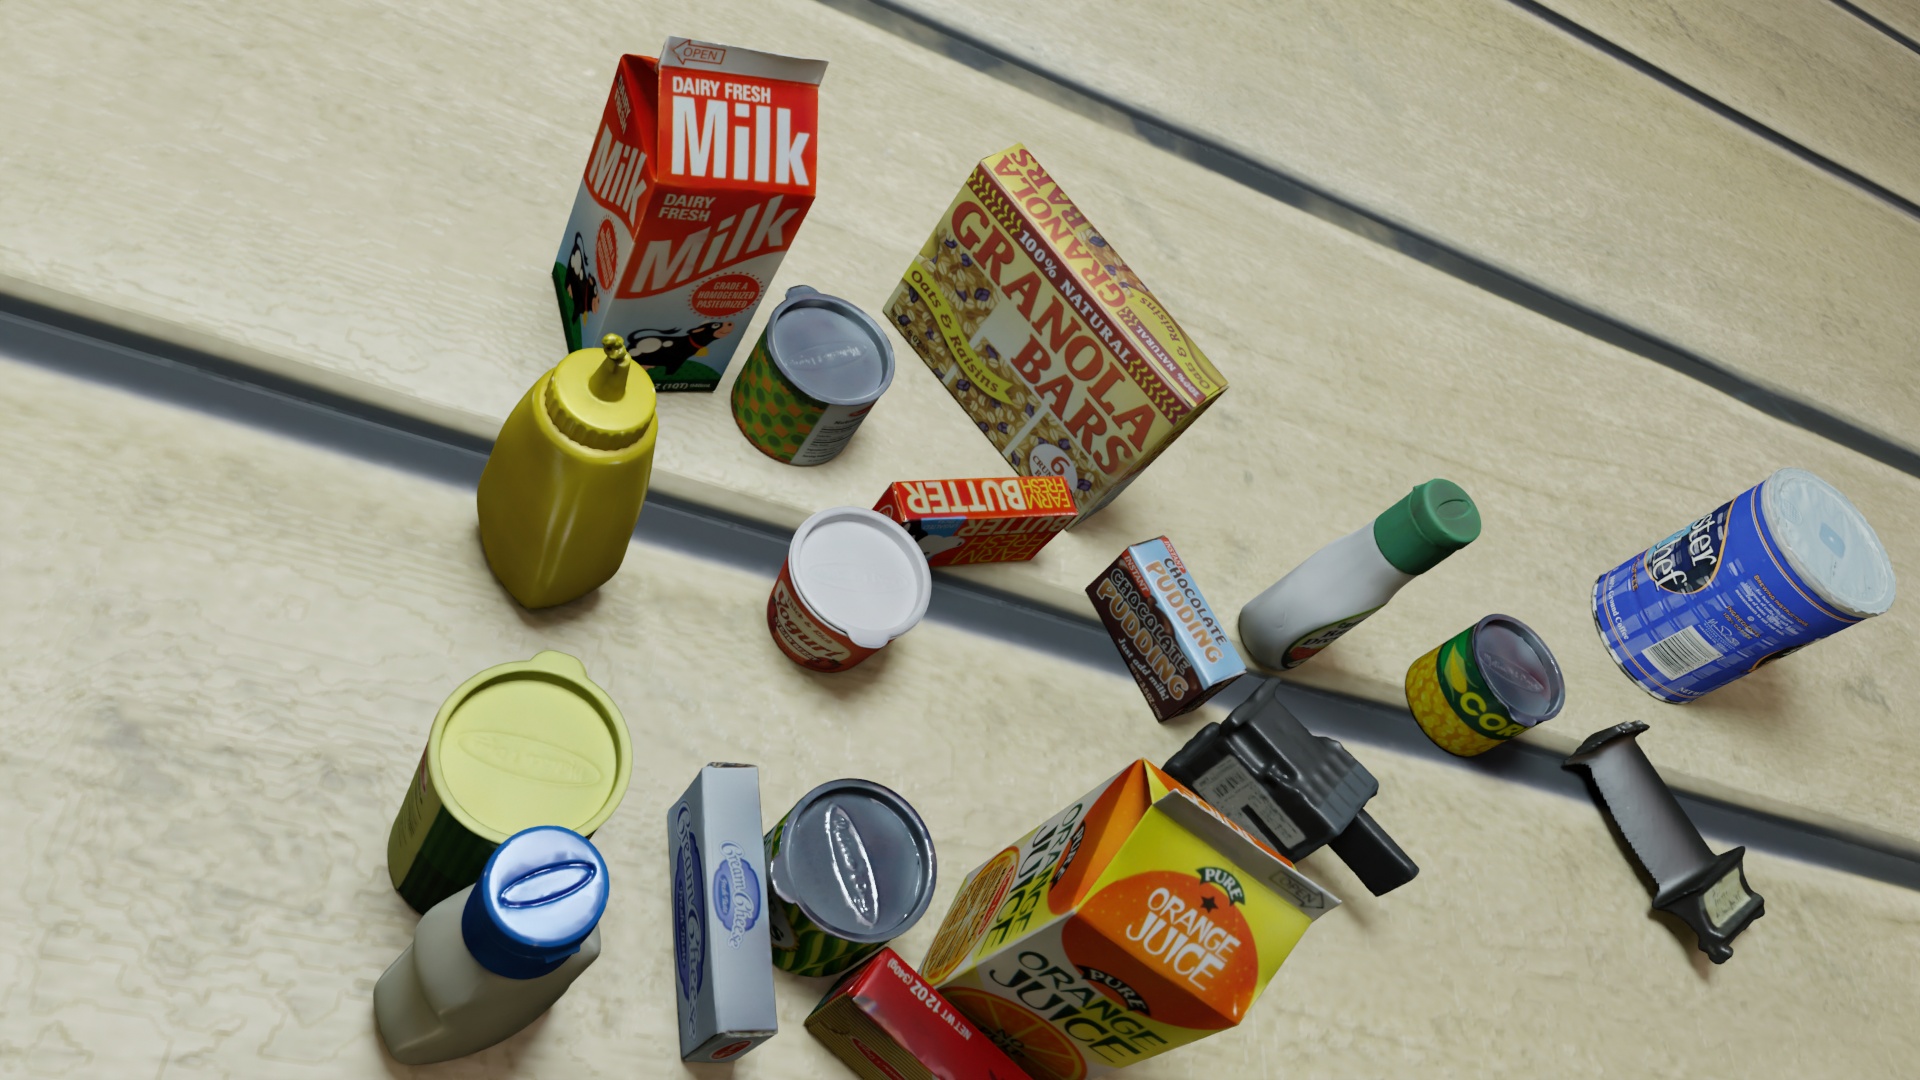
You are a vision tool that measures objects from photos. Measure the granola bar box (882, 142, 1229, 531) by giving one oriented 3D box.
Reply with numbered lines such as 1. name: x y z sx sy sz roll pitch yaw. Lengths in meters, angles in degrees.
1. granola bar box: 0.044 -0.103 0.730 0.039 0.123 0.165 -33 80 -40

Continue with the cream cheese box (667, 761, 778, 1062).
1. cream cheese box: -0.094 0.144 0.538 0.024 0.053 0.104 6 58 -27

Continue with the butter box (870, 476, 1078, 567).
1. butter box: 0.002 -0.009 0.692 0.104 0.053 0.024 -3 63 -31

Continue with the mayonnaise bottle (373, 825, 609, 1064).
1. mayonnaise bottle: -0.149 0.133 0.452 0.065 0.147 0.041 -13 68 -35

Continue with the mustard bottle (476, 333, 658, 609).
1. mustard bottle: -0.151 -0.031 0.548 0.049 0.159 0.065 -22 74 -38

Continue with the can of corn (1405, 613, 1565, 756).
1. can of corn: 0.301 0.086 0.799 0.071 0.058 0.071 15 55 -22

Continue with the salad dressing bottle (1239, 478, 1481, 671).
1. salad dressing bottle: 0.207 0.019 0.729 0.064 0.147 0.044 -13 68 -35

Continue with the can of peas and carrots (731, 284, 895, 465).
1. can of peas and carrots: -0.075 -0.081 0.690 0.071 0.058 0.071 15 55 -22

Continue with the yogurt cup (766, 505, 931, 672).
1. yogurt cup: -0.054 0.025 0.637 0.072 0.053 0.073 15 55 -22

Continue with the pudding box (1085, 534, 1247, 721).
1. pudding box: 0.106 0.045 0.718 0.030 0.049 0.084 -16 70 -36

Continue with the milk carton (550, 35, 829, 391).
1. milk carton: -0.123 -0.148 0.619 0.072 0.189 0.073 -3 63 -32

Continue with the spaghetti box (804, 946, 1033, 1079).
1. spaghetti box: 0.045 0.259 0.546 0.250 0.050 0.029 42 49 0

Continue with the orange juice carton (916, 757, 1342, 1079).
1. orange juice carton: 0.057 0.147 0.531 0.072 0.191 0.073 36 50 -5

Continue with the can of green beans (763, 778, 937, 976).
1. can of green beans: -0.051 0.138 0.564 0.071 0.057 0.071 15 55 -22

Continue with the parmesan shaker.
1. parmesan shaker: -0.163 0.092 0.499 0.071 0.102 0.071 15 55 -22
